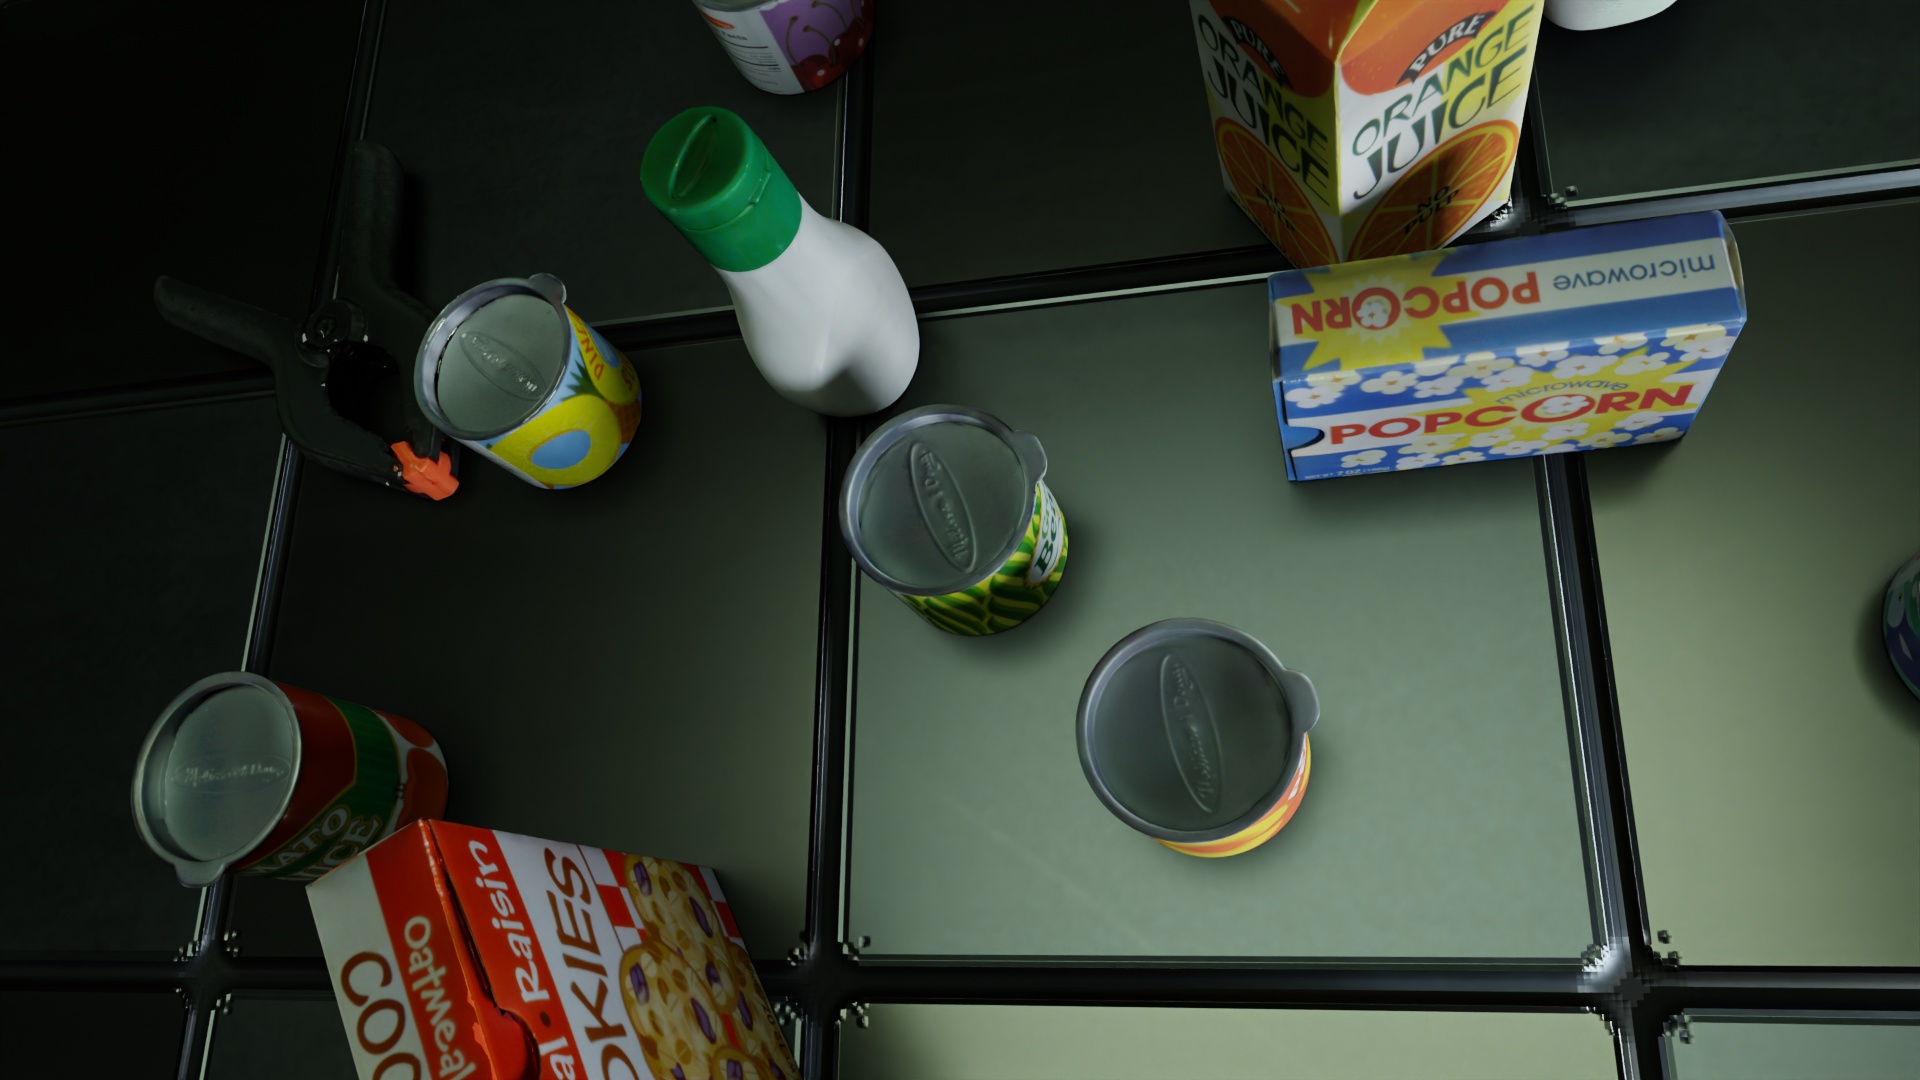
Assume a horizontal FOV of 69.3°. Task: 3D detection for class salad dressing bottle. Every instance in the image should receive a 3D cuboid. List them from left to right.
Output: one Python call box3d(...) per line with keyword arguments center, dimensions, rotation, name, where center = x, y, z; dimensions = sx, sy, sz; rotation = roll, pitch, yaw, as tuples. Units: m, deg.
box3d(center=(-0.057, -0.090, 0.468), dimensions=(0.044, 0.147, 0.064), rotation=(18, 79, 21), name="salad dressing bottle")

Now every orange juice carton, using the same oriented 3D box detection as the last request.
box3d(center=(0.119, -0.151, 0.413), dimensions=(0.073, 0.192, 0.072), rotation=(-36, 67, 3), name="orange juice carton")

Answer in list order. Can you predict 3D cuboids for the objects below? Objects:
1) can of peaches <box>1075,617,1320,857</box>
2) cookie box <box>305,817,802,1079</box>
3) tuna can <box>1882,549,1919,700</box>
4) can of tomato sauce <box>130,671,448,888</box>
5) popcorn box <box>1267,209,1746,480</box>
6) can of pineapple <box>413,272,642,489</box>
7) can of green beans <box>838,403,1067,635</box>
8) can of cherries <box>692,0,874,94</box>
box3d(center=(0.076, 0.062, 0.428), dimensions=(0.071, 0.058, 0.071), rotation=(-5, 71, 15), name="can of peaches")
box3d(center=(-0.096, 0.148, 0.389), dimensions=(0.040, 0.167, 0.123), rotation=(-31, 67, 5), name="cookie box")
box3d(center=(0.302, 0.025, 0.389), dimensions=(0.071, 0.032, 0.071), rotation=(-5, 71, 15), name="tuna can")
box3d(center=(-0.234, 0.089, 0.495), dimensions=(0.071, 0.083, 0.071), rotation=(-5, 71, 15), name="can of tomato sauce")
box3d(center=(0.161, -0.056, 0.428), dimensions=(0.126, 0.085, 0.038), rotation=(-6, 71, 14), name="popcorn box")
box3d(center=(-0.164, -0.060, 0.538), dimensions=(0.071, 0.057, 0.071), rotation=(-5, 71, 15), name="can of pineapple")
box3d(center=(-0.001, -0.005, 0.473), dimensions=(0.071, 0.057, 0.071), rotation=(-5, 71, 15), name="can of green beans")
box3d(center=(-0.072, -0.228, 0.567), dimensions=(0.071, 0.058, 0.071), rotation=(-5, 71, 15), name="can of cherries")
